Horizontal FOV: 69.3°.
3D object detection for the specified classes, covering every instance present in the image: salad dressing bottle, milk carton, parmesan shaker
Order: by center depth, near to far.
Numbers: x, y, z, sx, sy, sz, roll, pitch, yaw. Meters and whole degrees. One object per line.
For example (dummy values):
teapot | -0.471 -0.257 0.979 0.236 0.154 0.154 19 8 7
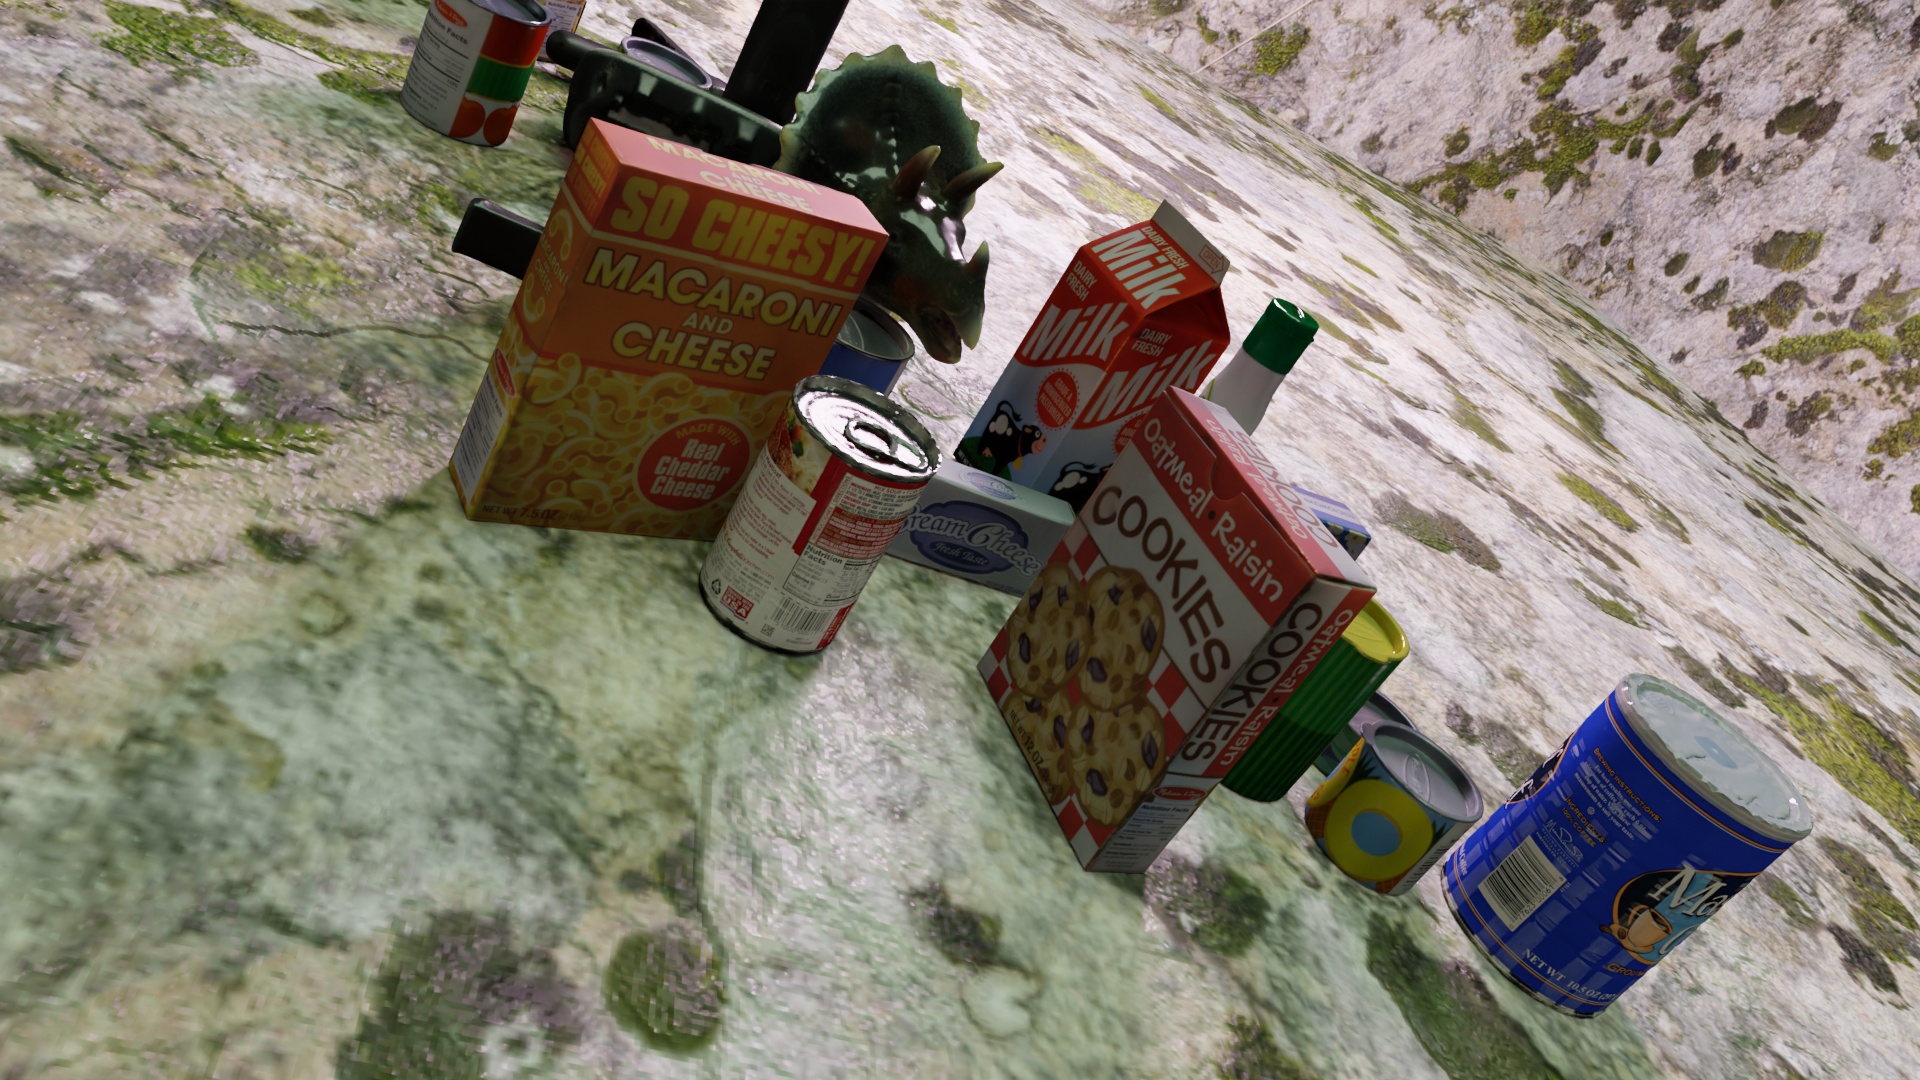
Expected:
parmesan shaker | 0.163 0.073 0.686 0.071 0.102 0.071 25 28 -14
milk carton | 0.081 -0.095 0.785 0.073 0.189 0.072 8 35 -39
salad dressing bottle | 0.184 -0.093 0.935 0.044 0.147 0.064 29 27 -7

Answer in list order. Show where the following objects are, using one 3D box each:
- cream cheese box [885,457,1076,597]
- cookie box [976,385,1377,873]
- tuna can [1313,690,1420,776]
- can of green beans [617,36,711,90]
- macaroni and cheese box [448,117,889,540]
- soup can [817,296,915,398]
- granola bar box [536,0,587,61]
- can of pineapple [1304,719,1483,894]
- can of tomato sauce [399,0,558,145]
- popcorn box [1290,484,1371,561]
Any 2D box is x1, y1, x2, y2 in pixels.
cream cheese box | 0.003 -0.009 0.709 0.104 0.053 0.024 19 30 -25
cookie box | 0.082 0.038 0.589 0.040 0.166 0.123 12 33 -35
tuna can | 0.219 0.109 0.762 0.071 0.032 0.071 25 28 -14
can of green beans | -0.217 -0.311 0.976 0.071 0.057 0.071 25 28 -14
macaroni and cheese box | -0.121 -0.078 0.570 0.124 0.165 0.040 6 37 -41
soup can | -0.074 -0.080 0.715 0.071 0.083 0.072 25 28 -14
granola bar box | -0.329 -0.447 1.013 0.166 0.123 0.039 44 29 21
can of pineapple | 0.213 0.131 0.691 0.071 0.057 0.071 25 28 -14
can of tomato sauce | -0.291 -0.291 0.839 0.071 0.082 0.071 25 28 -14
popcorn box | 0.169 0.005 0.826 0.127 0.085 0.038 16 31 -29
